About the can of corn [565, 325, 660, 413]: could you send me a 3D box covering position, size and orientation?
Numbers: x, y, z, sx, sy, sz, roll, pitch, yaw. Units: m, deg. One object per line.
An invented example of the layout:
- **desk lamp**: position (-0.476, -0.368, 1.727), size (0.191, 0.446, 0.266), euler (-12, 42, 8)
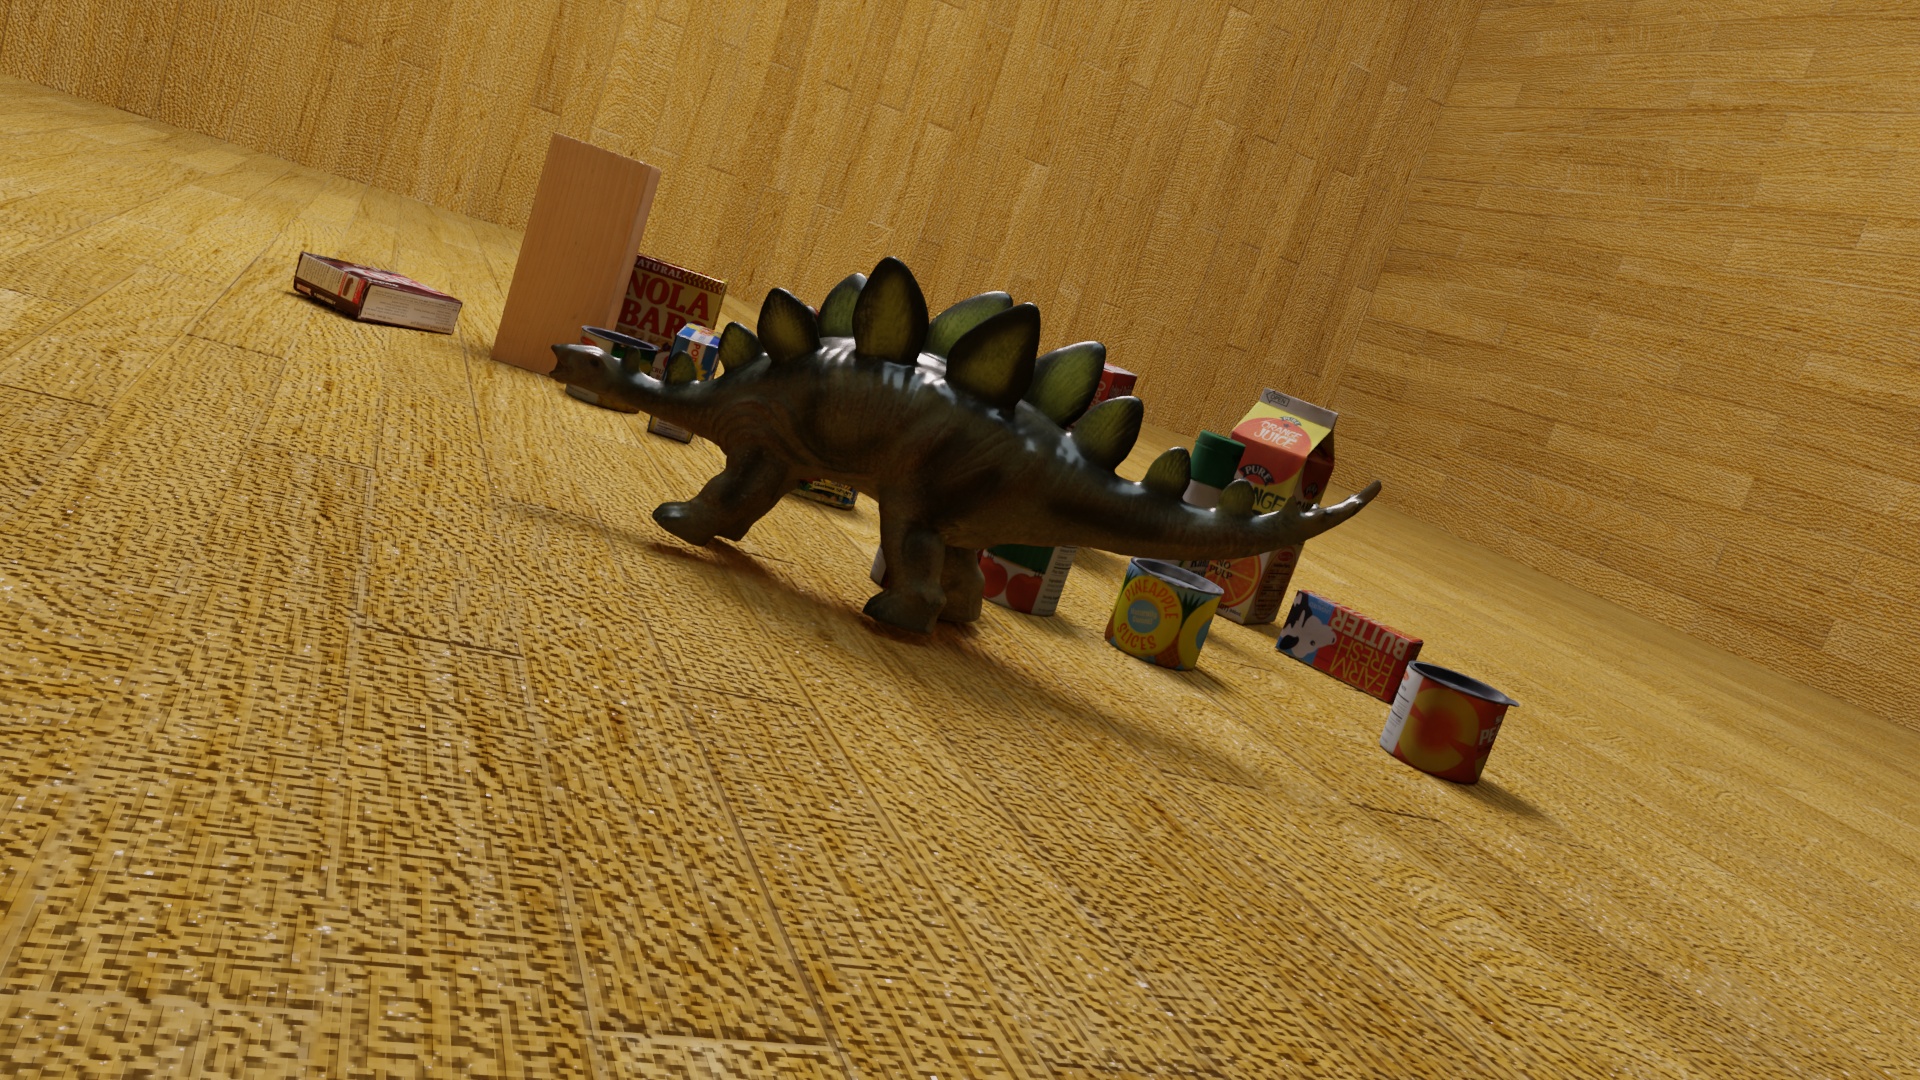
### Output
- **can of corn**: position (-0.299, -0.147, 1.198), size (0.071, 0.058, 0.071), euler (18, 10, -3)

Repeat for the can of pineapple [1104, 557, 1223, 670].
- **can of pineapple**: position (0.136, 0.049, 0.937), size (0.071, 0.057, 0.071), euler (18, 10, -3)

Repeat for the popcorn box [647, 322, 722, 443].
- **popcorn box**: position (-0.232, -0.136, 1.186), size (0.038, 0.085, 0.127), euler (17, 10, -10)

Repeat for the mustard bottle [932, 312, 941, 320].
- **mustard bottle**: position (-0.048, -0.146, 1.351), size (0.065, 0.160, 0.049), euler (16, 10, -13)

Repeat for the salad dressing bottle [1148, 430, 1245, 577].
- **salad dressing bottle**: position (0.178, -0.011, 1.074), size (0.044, 0.147, 0.064), euler (25, 12, 34)

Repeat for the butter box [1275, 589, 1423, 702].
- **butter box**: position (0.300, 0.081, 1.074), size (0.103, 0.053, 0.024), euler (27, 12, 38)

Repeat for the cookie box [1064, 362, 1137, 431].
- **cookie box**: position (0.103, -0.077, 1.236), size (0.040, 0.167, 0.123), euler (21, 10, 13)

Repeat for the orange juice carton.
- **orange juice carton**: position (0.258, -0.029, 1.189), size (0.072, 0.192, 0.073), euler (25, 11, 32)

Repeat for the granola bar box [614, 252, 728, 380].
- **granola bar box**: position (-0.322, -0.217, 1.343), size (0.166, 0.124, 0.039), euler (18, 10, -6)

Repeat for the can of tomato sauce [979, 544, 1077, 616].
- **can of tomato sauce**: position (0.046, 0.001, 0.958), size (0.071, 0.083, 0.071), euler (18, 10, -3)

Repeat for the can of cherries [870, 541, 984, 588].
- **can of cherries**: position (-0.016, 0.006, 0.892), size (0.071, 0.058, 0.071), euler (18, 10, -3)

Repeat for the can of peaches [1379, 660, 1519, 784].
- **can of peaches**: position (0.312, 0.117, 0.891), size (0.071, 0.058, 0.071), euler (18, 10, -3)
